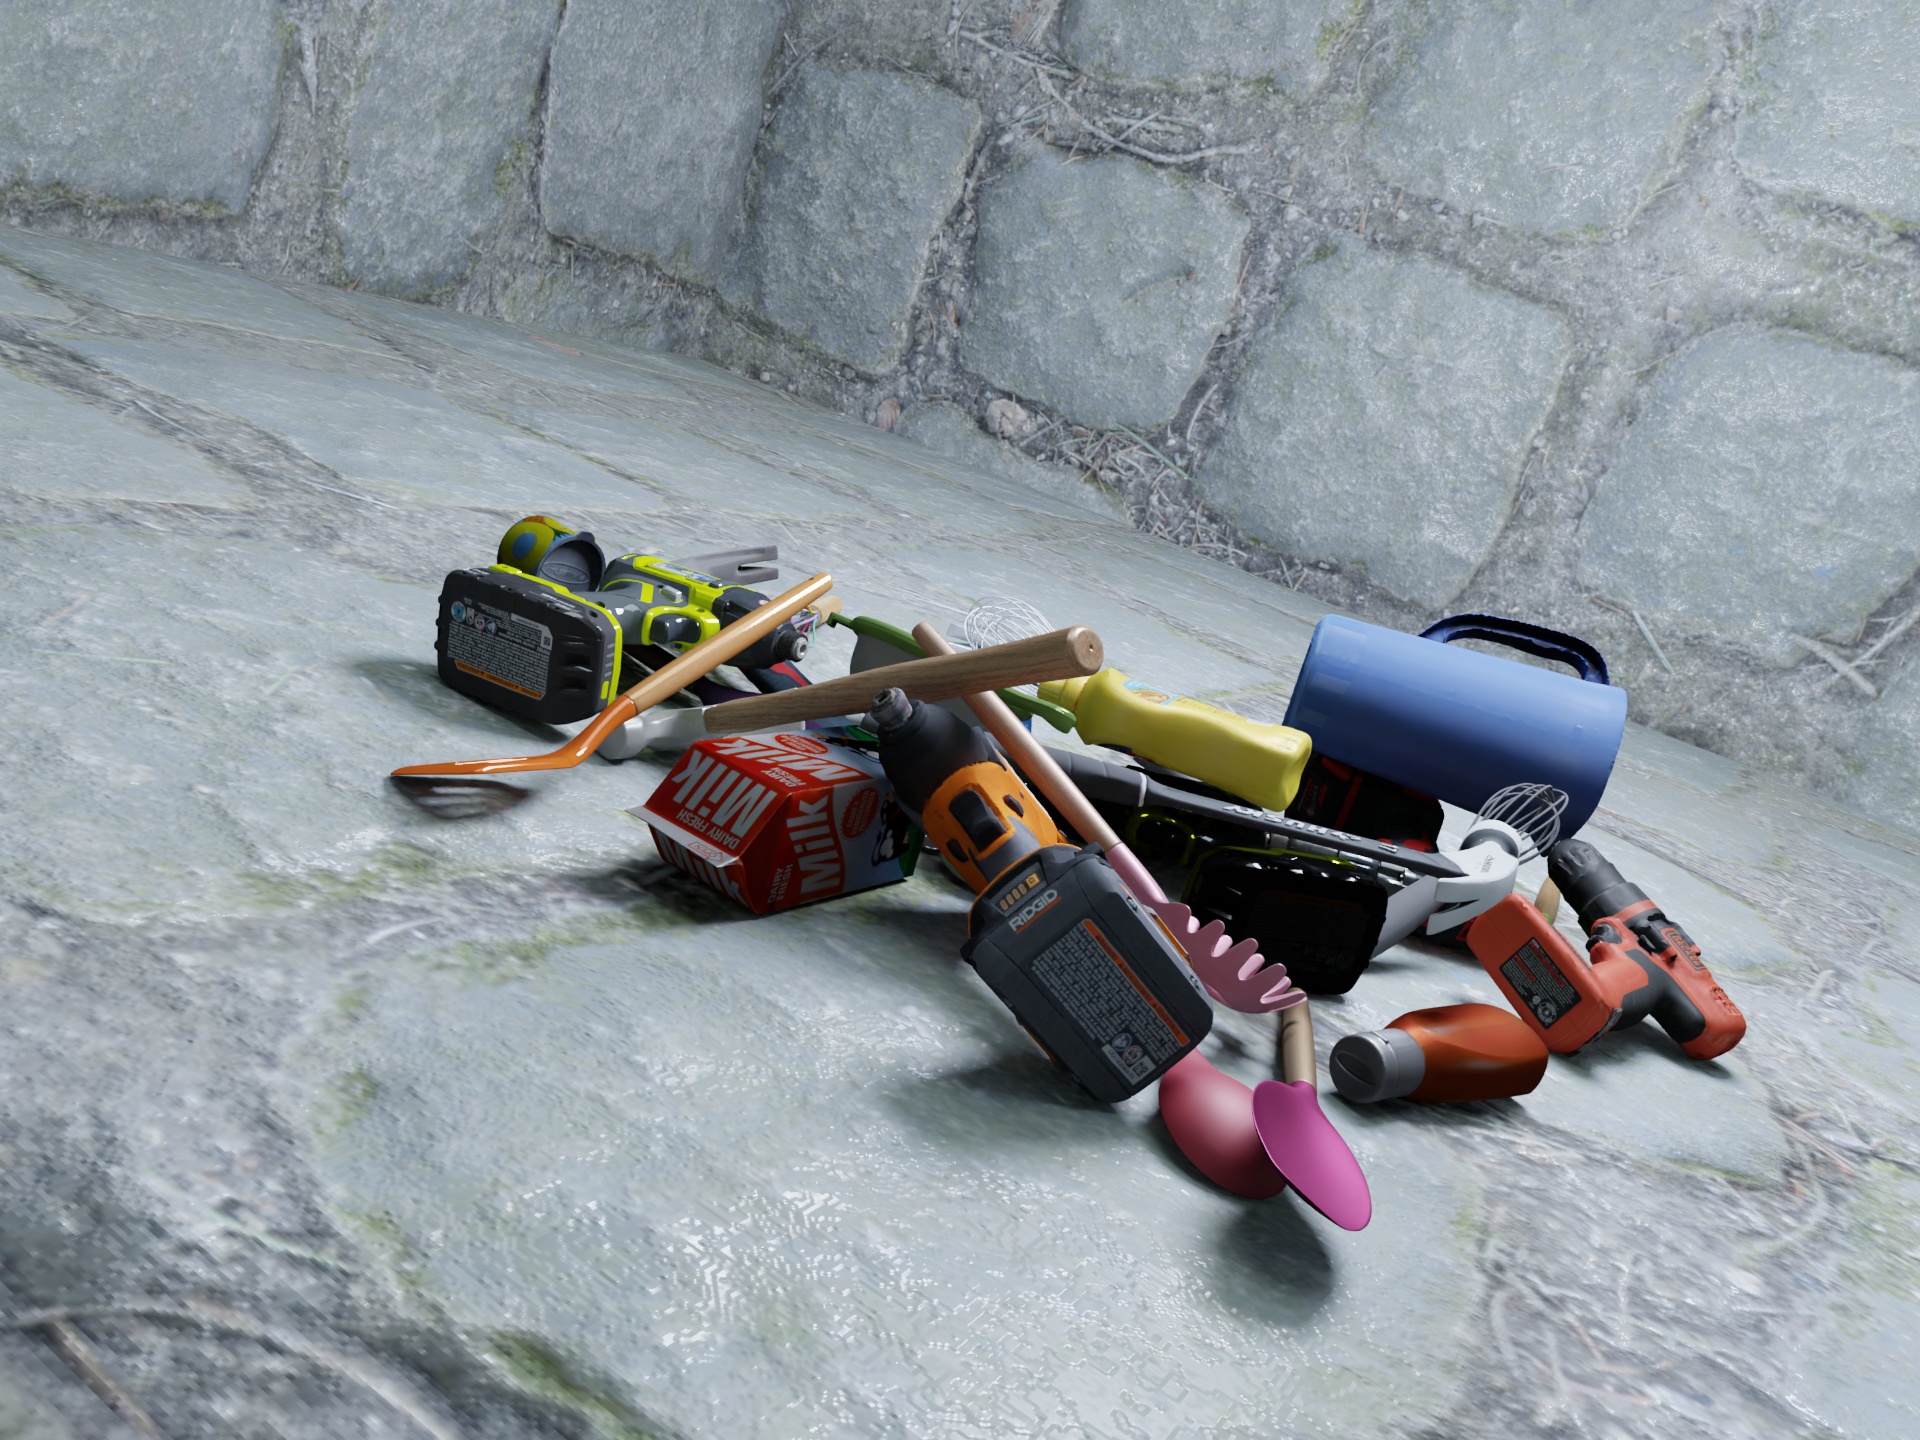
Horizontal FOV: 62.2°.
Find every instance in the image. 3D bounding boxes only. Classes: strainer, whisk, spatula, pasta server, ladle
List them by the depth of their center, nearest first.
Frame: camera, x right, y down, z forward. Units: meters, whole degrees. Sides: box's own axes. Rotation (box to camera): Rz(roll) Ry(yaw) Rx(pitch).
[{"bbox_3d":[0.107,0.155,0.855,0.069,0.031,0.316,22,12,-15],"label":"ladle"},{"bbox_3d":[0.076,0.050,0.913,0.316,0.040,0.060,49,0,22],"label":"pasta server"},{"bbox_3d":[-0.183,-0.028,0.943,0.081,0.041,0.322,-2,26,40],"label":"spatula"},{"bbox_3d":[0.341,0.105,1.105,0.239,0.055,0.055,-29,40,-28],"label":"whisk"},{"bbox_3d":[-0.002,-0.004,1.127,0.151,0.069,0.256,30,-3,-30],"label":"strainer"},{"bbox_3d":[-0.203,-0.031,1.153,0.060,0.018,0.316,-34,40,-25],"label":"spatula"},{"bbox_3d":[0.115,-0.001,1.284,0.285,0.070,0.070,40,19,11],"label":"whisk"},{"bbox_3d":[-0.136,-0.094,1.437,0.051,0.047,0.245,18,11,4],"label":"whisk"}]

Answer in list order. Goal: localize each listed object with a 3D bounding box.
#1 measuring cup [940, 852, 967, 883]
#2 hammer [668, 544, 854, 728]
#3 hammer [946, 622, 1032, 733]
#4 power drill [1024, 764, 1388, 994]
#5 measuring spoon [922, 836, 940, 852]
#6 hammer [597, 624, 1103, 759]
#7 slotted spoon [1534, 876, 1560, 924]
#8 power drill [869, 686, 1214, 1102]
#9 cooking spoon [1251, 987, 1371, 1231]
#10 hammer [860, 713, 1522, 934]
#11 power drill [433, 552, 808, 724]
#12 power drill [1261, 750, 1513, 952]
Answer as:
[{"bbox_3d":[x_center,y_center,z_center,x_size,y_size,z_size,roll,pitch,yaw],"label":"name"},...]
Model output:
[{"bbox_3d":[0.020,0.069,1.033,0.083,0.038,0.168,17,14,-9],"label":"measuring cup"},{"bbox_3d":[-0.135,-0.046,1.204,0.143,0.038,0.387,-14,32,-25],"label":"hammer"},{"bbox_3d":[0.041,-0.014,1.371,0.144,0.035,0.406,18,15,-1],"label":"hammer"},{"bbox_3d":[0.152,0.090,1.049,0.190,0.080,0.229,11,13,-26],"label":"power drill"},{"bbox_3d":[0.006,0.069,1.058,0.034,0.018,0.124,24,16,21],"label":"measuring spoon"},{"bbox_3d":[-0.060,-0.015,0.942,0.331,0.031,0.130,-10,-1,37],"label":"hammer"},{"bbox_3d":[0.470,0.159,1.275,0.070,0.031,0.313,30,15,17],"label":"slotted spoon"},{"bbox_3d":[0.026,0.074,0.813,0.164,0.084,0.227,51,1,-29],"label":"power drill"},{"bbox_3d":[0.169,0.179,0.790,0.069,0.017,0.319,43,11,5],"label":"cooking spoon"},{"bbox_3d":[0.124,0.049,0.965,0.409,0.036,0.149,13,15,21],"label":"hammer"},{"bbox_3d":[-0.224,-0.062,1.079,0.171,0.080,0.223,19,19,27],"label":"power drill"},{"bbox_3d":[0.308,0.093,1.229,0.188,0.080,0.227,17,18,-4],"label":"power drill"}]
